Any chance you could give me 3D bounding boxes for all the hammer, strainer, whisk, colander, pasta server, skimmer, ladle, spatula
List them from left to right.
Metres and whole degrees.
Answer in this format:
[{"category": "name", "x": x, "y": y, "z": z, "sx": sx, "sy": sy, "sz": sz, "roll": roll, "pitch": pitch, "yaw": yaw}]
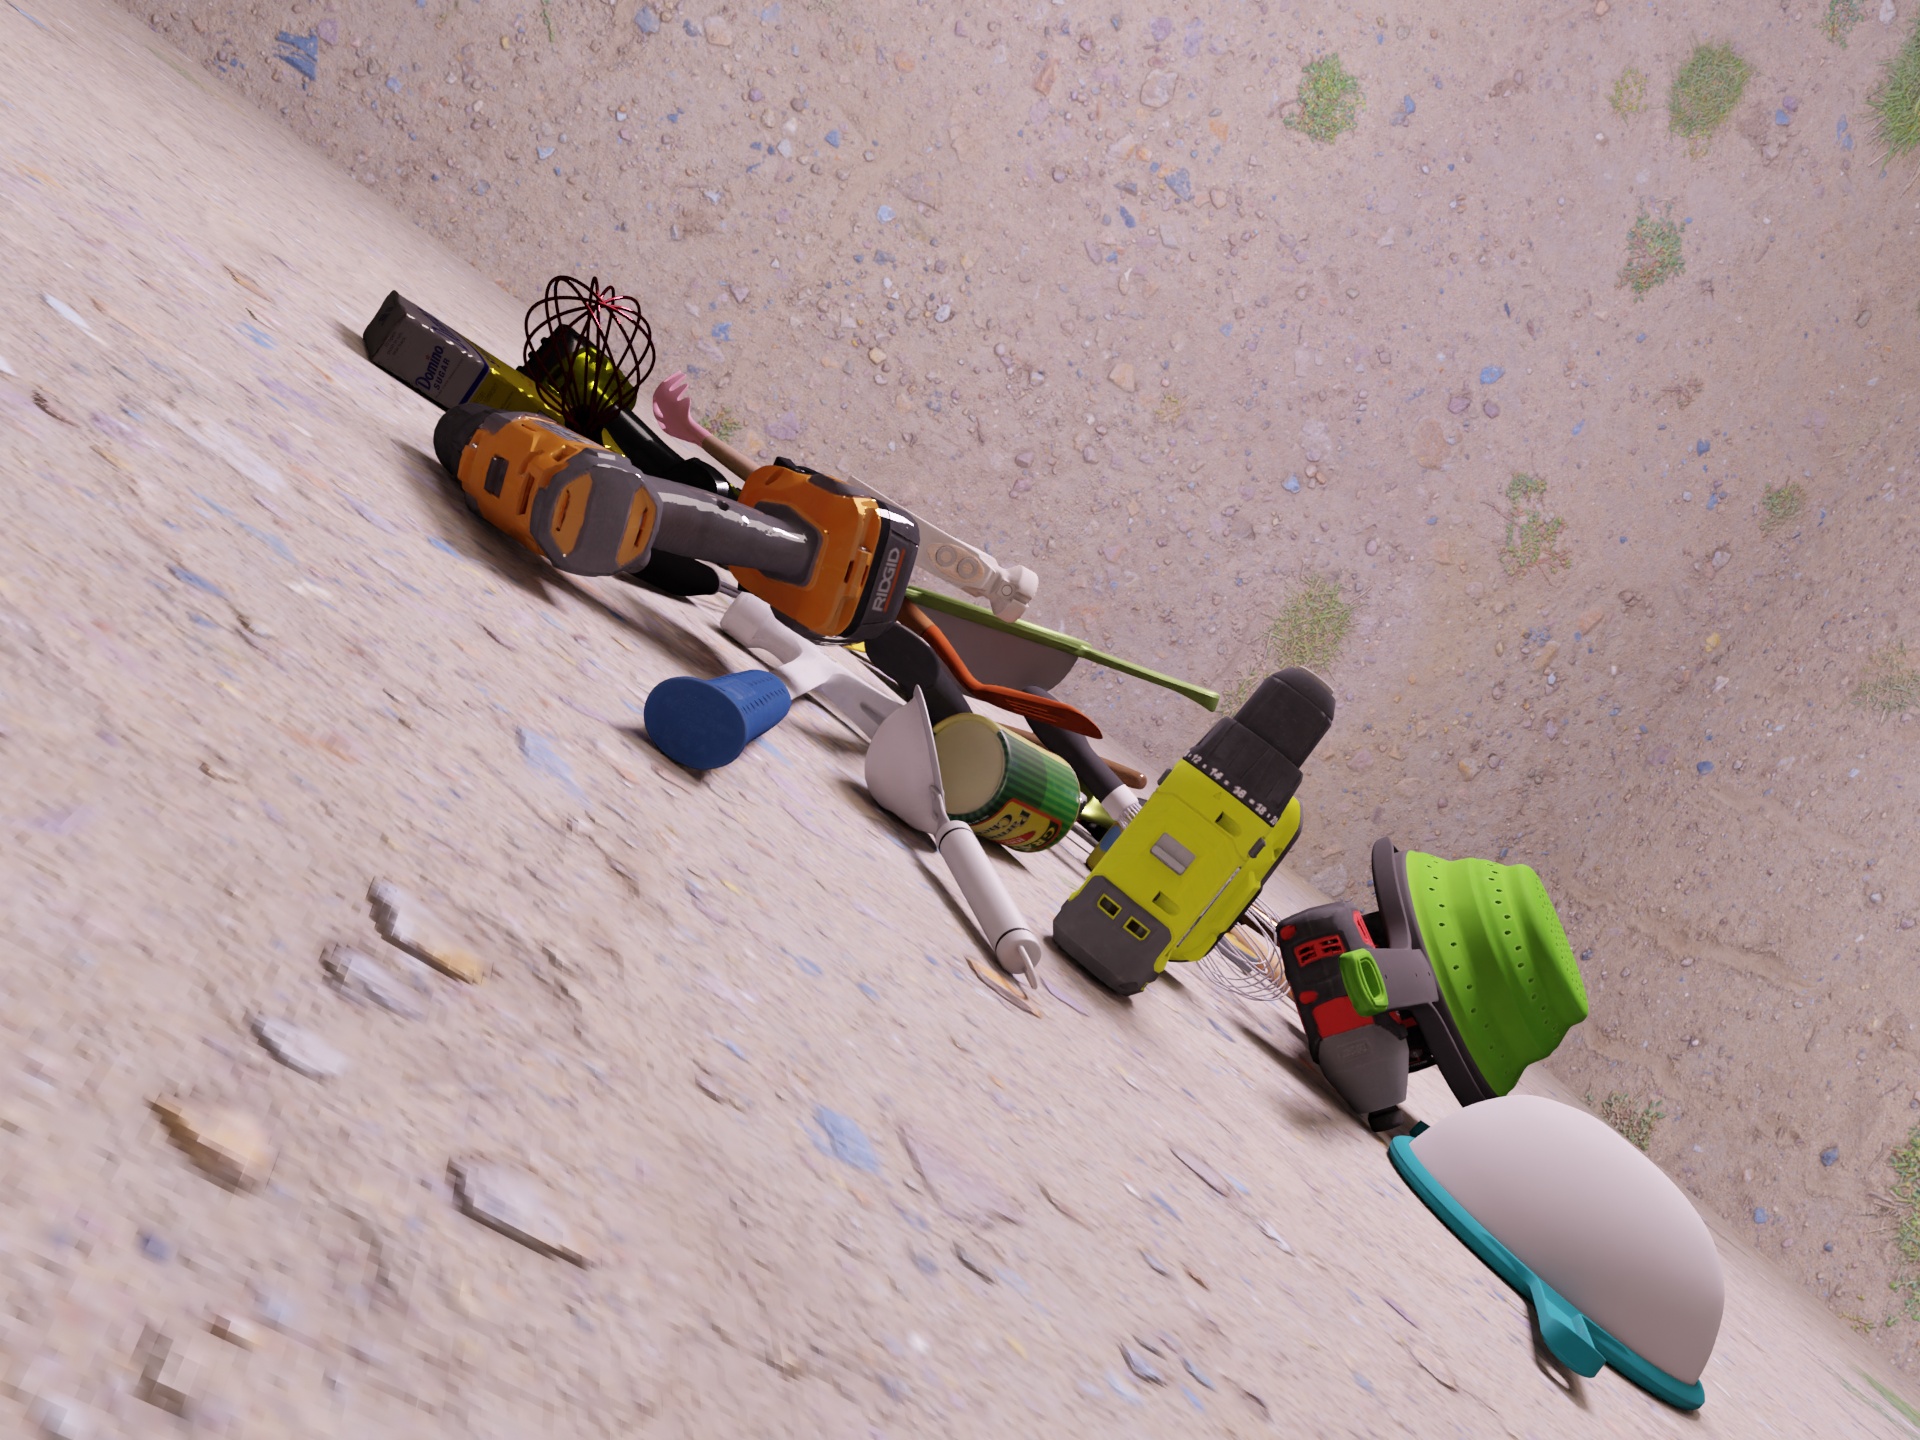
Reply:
[{"category": "whisk", "x": -0.224, "y": -0.185, "z": 0.952, "sx": 0.073, "sy": 0.073, "sz": 0.296, "roll": 37, "pitch": -17, "yaw": -5}, {"category": "pasta server", "x": -0.197, "y": -0.232, "z": 1.363, "sx": 0.316, "sy": 0.040, "sz": 0.060, "roll": 39, "pitch": -35, "yaw": 48}, {"category": "skimmer", "x": -0.136, "y": -0.112, "z": 1.093, "sx": 0.127, "sy": 0.090, "sz": 0.363, "roll": 38, "pitch": 5, "yaw": 12}, {"category": "hammer", "x": -0.092, "y": -0.013, "z": 0.824, "sx": 0.144, "sy": 0.035, "sz": 0.405, "roll": 37, "pitch": 5, "yaw": -2}, {"category": "hammer", "x": -0.057, "y": -0.150, "z": 1.235, "sx": 0.146, "sy": 0.038, "sz": 0.411, "roll": 28, "pitch": 4, "yaw": -16}, {"category": "spatula", "x": -0.033, "y": -0.083, "z": 1.112, "sx": 0.323, "sy": 0.041, "sz": 0.081, "roll": 43, "pitch": 1, "yaw": 20}, {"category": "strainer", "x": -0.007, "y": 0.054, "z": 0.783, "sx": 0.259, "sy": 0.050, "sz": 0.086, "roll": -124, "pitch": -155, "yaw": -59}, {"category": "hammer", "x": -0.002, "y": -0.003, "z": 1.087, "sx": 0.149, "sy": 0.036, "sz": 0.408, "roll": 37, "pitch": -3, "yaw": 16}, {"category": "spatula", "x": 0.038, "y": 0.001, "z": 1.301, "sx": 0.318, "sy": 0.044, "sz": 0.082, "roll": 20, "pitch": -14, "yaw": 47}, {"category": "strainer", "x": 0.067, "y": -0.033, "z": 1.204, "sx": 0.256, "sy": 0.069, "sz": 0.151, "roll": 21, "pitch": 4, "yaw": 20}, {"category": "whisk", "x": 0.132, "y": 0.083, "z": 1.122, "sx": 0.285, "sy": 0.070, "sz": 0.070, "roll": 50, "pitch": 9, "yaw": 16}, {"category": "ladle", "x": 0.180, "y": 0.109, "z": 1.307, "sx": 0.320, "sy": 0.062, "sz": 0.078, "roll": 35, "pitch": 43, "yaw": 19}, {"category": "colander", "x": 0.326, "y": 0.152, "z": 1.006, "sx": 0.396, "sy": 0.094, "sz": 0.205, "roll": 16, "pitch": 54, "yaw": -63}, {"category": "strainer", "x": 0.343, "y": 0.276, "z": 0.861, "sx": 0.211, "sy": 0.095, "sz": 0.340, "roll": 39, "pitch": 4, "yaw": 19}]

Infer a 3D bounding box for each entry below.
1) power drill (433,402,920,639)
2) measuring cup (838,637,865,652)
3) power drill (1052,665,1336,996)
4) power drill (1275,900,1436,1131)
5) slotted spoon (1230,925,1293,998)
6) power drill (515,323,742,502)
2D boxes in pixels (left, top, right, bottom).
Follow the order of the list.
[{"category": "power drill", "x": -0.159, "y": -0.114, "z": 0.850, "sx": 0.226, "sy": 0.084, "sz": 0.185, "roll": 8, "pitch": 15, "yaw": -41}, {"category": "measuring cup", "x": -0.064, "y": -0.050, "z": 1.454, "sx": 0.156, "sy": 0.029, "sz": 0.062, "roll": 11, "pitch": 24, "yaw": -51}, {"category": "power drill", "x": 0.142, "y": 0.064, "z": 0.903, "sx": 0.080, "sy": 0.190, "sz": 0.228, "roll": 38, "pitch": 1, "yaw": 14}, {"category": "power drill", "x": 0.276, "y": 0.195, "z": 1.072, "sx": 0.219, "sy": 0.078, "sz": 0.143, "roll": 16, "pitch": 54, "yaw": -66}, {"category": "slotted spoon", "x": 0.197, "y": 0.148, "z": 1.391, "sx": 0.314, "sy": 0.031, "sz": 0.070, "roll": 43, "pitch": 21, "yaw": 30}, {"category": "power drill", "x": -0.257, "y": -0.218, "z": 1.325, "sx": 0.223, "sy": 0.080, "sz": 0.171, "roll": 42, "pitch": 1, "yaw": 12}]
